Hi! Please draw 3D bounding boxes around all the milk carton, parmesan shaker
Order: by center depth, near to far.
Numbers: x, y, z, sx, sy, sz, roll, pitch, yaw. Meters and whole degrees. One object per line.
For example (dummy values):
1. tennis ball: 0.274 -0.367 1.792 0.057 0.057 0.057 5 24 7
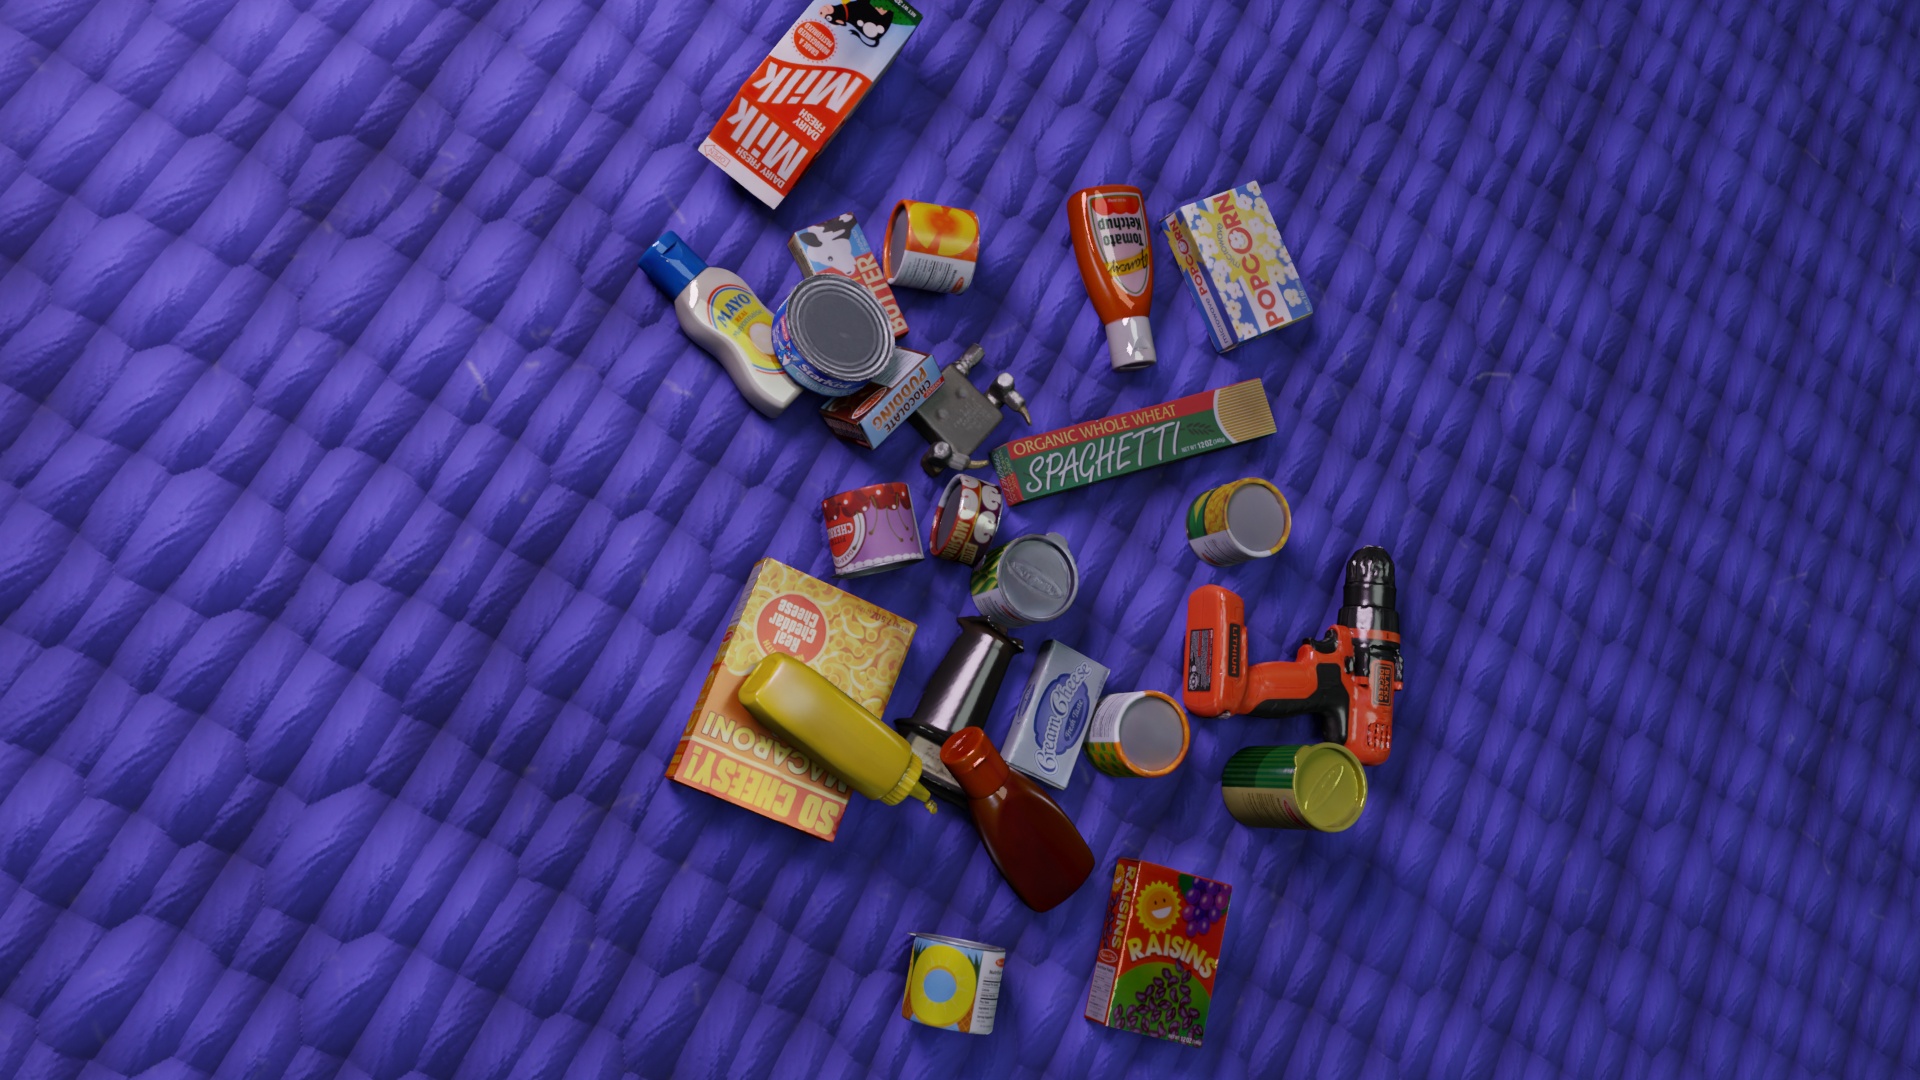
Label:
1. milk carton: -0.115 -0.339 1.047 0.072 0.073 0.191 37 70 -12
2. parmesan shaker: 0.256 0.189 1.081 0.071 0.103 0.071 4 80 -21

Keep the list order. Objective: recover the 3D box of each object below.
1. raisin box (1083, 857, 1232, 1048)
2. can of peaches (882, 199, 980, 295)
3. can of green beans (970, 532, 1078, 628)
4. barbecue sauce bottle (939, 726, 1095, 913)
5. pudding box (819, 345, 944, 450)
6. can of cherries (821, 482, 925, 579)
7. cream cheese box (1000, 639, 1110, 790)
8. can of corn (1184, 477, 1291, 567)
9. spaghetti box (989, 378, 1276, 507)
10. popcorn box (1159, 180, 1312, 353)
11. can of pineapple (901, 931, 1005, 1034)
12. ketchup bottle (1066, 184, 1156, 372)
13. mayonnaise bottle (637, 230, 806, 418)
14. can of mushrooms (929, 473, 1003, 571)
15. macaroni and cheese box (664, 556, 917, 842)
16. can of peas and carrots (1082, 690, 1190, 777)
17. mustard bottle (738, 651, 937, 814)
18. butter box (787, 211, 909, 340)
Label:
1. raisin box: 0.151 0.311 1.054 0.086 0.040 0.123 18 76 -16
2. can of peaches: -0.023 -0.227 1.068 0.058 0.071 0.071 5 79 -20
3. can of green beans: 0.048 0.032 1.053 0.071 0.057 0.071 4 80 -20
4. barbecue sauce bottle: 0.038 0.199 1.004 0.065 0.044 0.148 -40 115 -13
5. pudding box: -0.059 -0.108 1.039 0.084 0.050 0.030 -45 132 -22
6. can of cherries: -0.066 -0.007 1.011 0.072 0.071 0.058 -10 85 -22
7. cream cheese box: 0.072 0.133 1.062 0.053 0.024 0.104 27 72 -14
8. can of corn: 0.227 -0.017 1.131 0.071 0.058 0.071 4 80 -21
9. spaghetti box: 0.144 -0.081 1.126 0.251 0.028 0.050 -16 86 -23
10. popcorn box: 0.235 -0.233 1.183 0.085 0.038 0.126 -24 90 -23
11. can of pineapple: -0.007 0.311 0.980 0.071 0.071 0.058 15 76 -18
12. ketchup bottle: 0.129 -0.214 1.136 0.065 0.043 0.149 -7 84 -22
13. mayonnaise bottle: -0.169 -0.160 1.012 0.148 0.041 0.065 44 63 -10
14. can of mushrooms: 0.004 -0.013 1.039 0.033 0.071 0.071 18 75 -17
15. macaroni and cheese box: -0.118 0.113 0.984 0.124 0.040 0.167 26 72 -16
16. can of peas and carrots: 0.136 0.150 1.066 0.071 0.058 0.071 3 80 -20
17. mustard bottle: -0.075 0.137 0.943 0.160 0.065 0.049 39 73 -18
18. butter box: -0.085 -0.194 1.060 0.053 0.024 0.103 -27 90 -22
